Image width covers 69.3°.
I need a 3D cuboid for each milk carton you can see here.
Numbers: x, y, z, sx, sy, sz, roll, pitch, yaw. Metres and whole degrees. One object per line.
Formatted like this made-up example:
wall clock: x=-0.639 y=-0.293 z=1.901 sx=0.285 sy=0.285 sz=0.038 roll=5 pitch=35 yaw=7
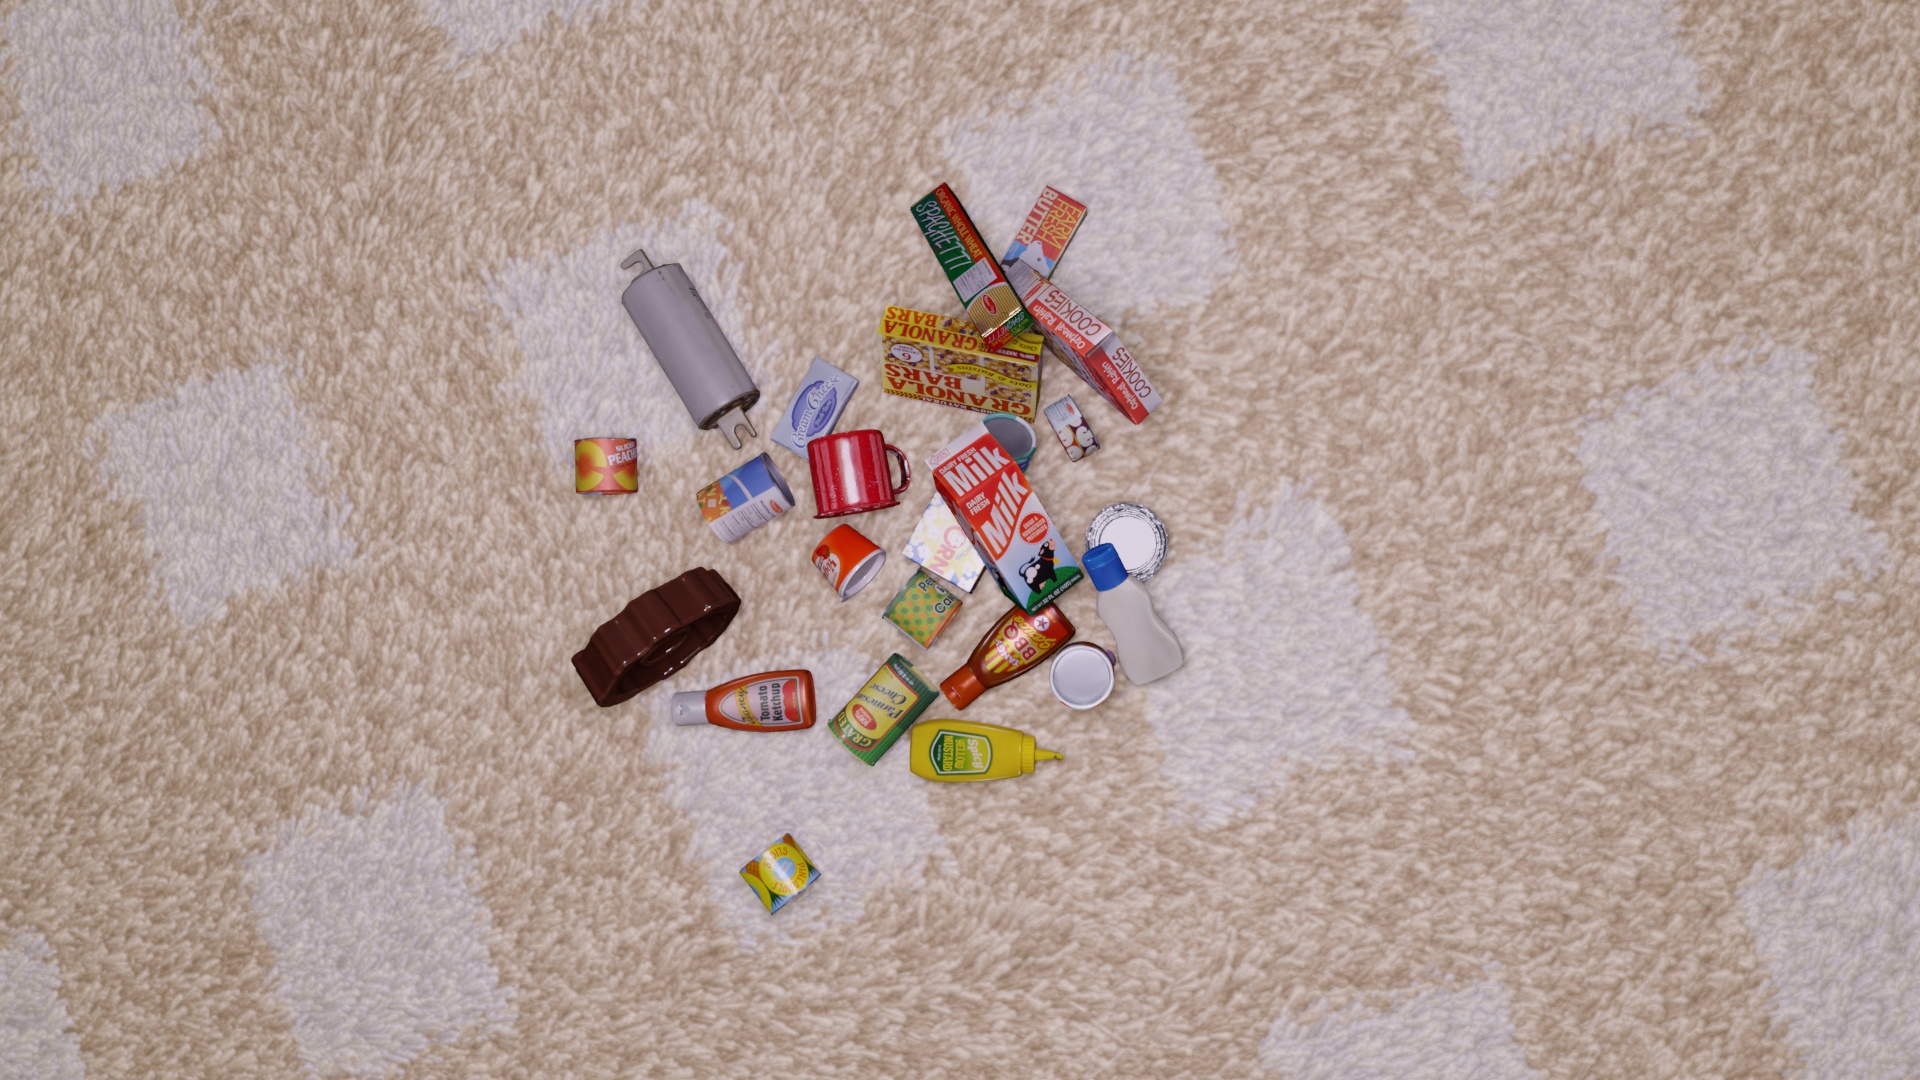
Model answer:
milk carton: x=0.040 y=-0.024 z=1.394 sx=0.072 sy=0.073 sz=0.190 roll=-35 pitch=114 yaw=-8

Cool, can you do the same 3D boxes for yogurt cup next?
yogurt cup: x=-0.120 y=0.019 z=1.465 sx=0.054 sy=0.072 sz=0.072 roll=42 pitch=92 yaw=14

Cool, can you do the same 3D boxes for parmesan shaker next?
parmesan shaker: x=-0.082 y=0.174 z=1.451 sx=0.071 sy=0.071 sz=0.103 roll=43 pitch=92 yaw=6

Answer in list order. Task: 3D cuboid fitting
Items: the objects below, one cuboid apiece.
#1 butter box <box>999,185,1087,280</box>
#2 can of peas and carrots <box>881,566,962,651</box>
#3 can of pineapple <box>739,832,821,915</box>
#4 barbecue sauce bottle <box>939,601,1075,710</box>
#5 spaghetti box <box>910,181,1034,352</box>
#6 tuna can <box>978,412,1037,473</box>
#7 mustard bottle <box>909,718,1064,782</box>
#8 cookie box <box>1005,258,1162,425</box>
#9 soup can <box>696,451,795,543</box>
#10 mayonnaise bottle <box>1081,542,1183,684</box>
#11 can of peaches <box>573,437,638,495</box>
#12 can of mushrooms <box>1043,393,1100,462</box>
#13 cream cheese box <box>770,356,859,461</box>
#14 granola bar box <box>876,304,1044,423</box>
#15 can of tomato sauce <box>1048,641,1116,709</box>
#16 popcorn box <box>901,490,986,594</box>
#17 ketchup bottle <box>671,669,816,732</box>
butter box: x=0.089 y=-0.321 z=1.481 sx=0.053 sy=0.024 sz=0.103 roll=30 pitch=90 yaw=6
can of peas and carrots: x=-0.038 y=0.071 z=1.451 sx=0.059 sy=0.071 sz=0.071 roll=38 pitch=91 yaw=5
can of pineapple: x=-0.188 y=0.347 z=1.450 sx=0.071 sy=0.071 sz=0.058 roll=-40 pitch=84 yaw=3
barbecue sauce bottle: x=0.046 y=0.118 z=1.452 sx=0.148 sy=0.043 sz=0.065 roll=-39 pitch=86 yaw=3
spaghetti box: x=0.008 y=-0.283 z=1.411 sx=0.050 sy=0.028 sz=0.251 roll=-35 pitch=46 yaw=11
tuna can: x=0.043 y=-0.099 z=1.448 sx=0.071 sy=0.032 sz=0.071 roll=7 pitch=54 yaw=-10
mustard bottle: x=0.028 y=0.220 z=1.445 sx=0.160 sy=0.049 sz=0.065 roll=1 pitch=89 yaw=6
cookie box: x=0.117 y=-0.197 z=1.384 sx=0.040 sy=0.122 sz=0.168 roll=-44 pitch=47 yaw=3
soup can: x=-0.229 y=-0.046 z=1.478 sx=0.084 sy=0.071 sz=0.071 roll=-30 pitch=85 yaw=4
mayonnaise bottle: x=0.172 y=0.073 z=1.420 sx=0.064 sy=0.041 sz=0.147 roll=-25 pitch=105 yaw=14
can of peaches: x=-0.379 y=-0.079 z=1.493 sx=0.071 sy=0.071 sz=0.058 roll=-2 pitch=88 yaw=6
can of mushrooms: x=0.117 y=-0.115 z=1.448 sx=0.033 sy=0.071 sz=0.071 roll=-30 pitch=85 yaw=4
cream cheese box: x=-0.156 y=-0.140 z=1.496 sx=0.053 sy=0.024 sz=0.104 roll=29 pitch=90 yaw=7
granola bar box: x=0.001 y=-0.181 z=1.431 sx=0.166 sy=0.123 sz=0.039 roll=12 pitch=68 yaw=6
can of tomato sauce: x=0.127 y=0.137 z=1.423 sx=0.071 sy=0.083 sz=0.071 roll=0 pitch=87 yaw=6
popcorn box: x=0.005 y=-0.018 z=1.466 sx=0.085 sy=0.038 sz=0.126 roll=30 pitch=90 yaw=5
ketchup bottle: x=-0.230 y=0.174 z=1.477 sx=0.149 sy=0.043 sz=0.064 roll=-5 pitch=87 yaw=6
